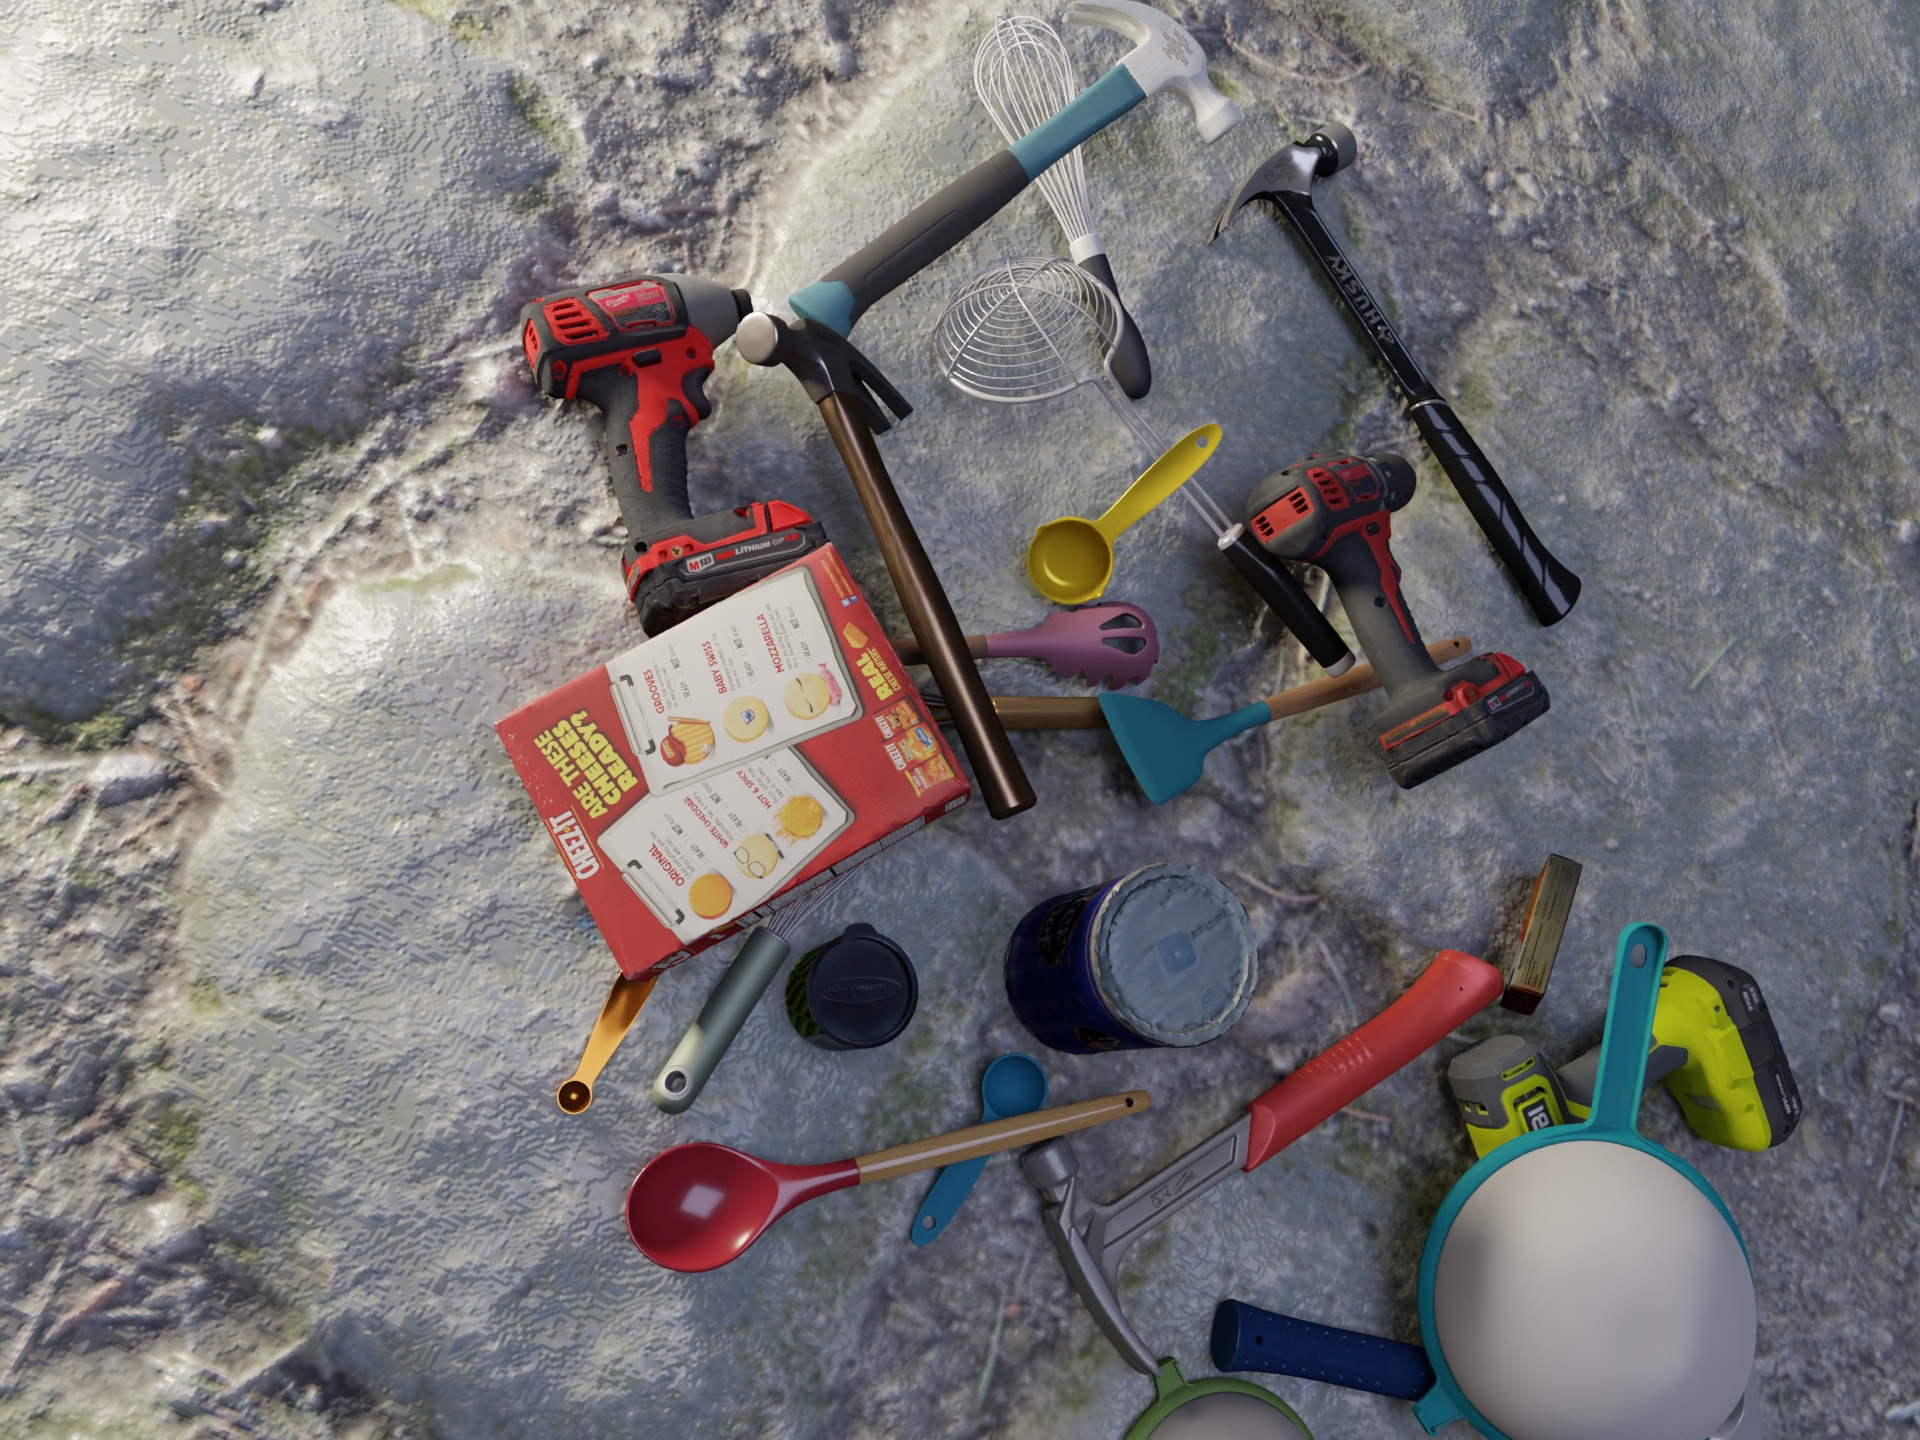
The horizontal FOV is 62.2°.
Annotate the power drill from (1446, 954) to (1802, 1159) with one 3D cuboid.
[{"bbox_3d":[0.450,0.268,1.078,0.223,0.080,0.171,-21,91,-19],"label":"power drill"}]

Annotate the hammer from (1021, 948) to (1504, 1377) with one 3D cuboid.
[{"bbox_3d":[0.216,0.256,1.015,0.359,0.036,0.149,-26,84,-23],"label":"hammer"}]

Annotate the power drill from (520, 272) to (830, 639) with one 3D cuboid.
[{"bbox_3d":[-0.165,-0.169,0.967,0.143,0.078,0.220,-19,81,-23],"label":"power drill"}]

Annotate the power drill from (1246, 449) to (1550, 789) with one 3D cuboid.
[{"bbox_3d":[0.300,-0.084,1.076,0.188,0.080,0.227,-21,79,-49],"label":"power drill"}]

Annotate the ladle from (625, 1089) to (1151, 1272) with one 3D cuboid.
[{"bbox_3d":[-0.035,0.253,0.919,0.315,0.031,0.069,-9,75,-17],"label":"ladle"}]

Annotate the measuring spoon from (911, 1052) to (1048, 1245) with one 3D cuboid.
[{"bbox_3d":[0.007,0.257,0.956,0.042,0.021,0.128,37,77,-9],"label":"measuring spoon"}]

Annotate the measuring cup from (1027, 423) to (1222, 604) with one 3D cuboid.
[{"bbox_3d":[0.109,-0.138,1.037,0.156,0.029,0.062,-42,97,13],"label":"measuring cup"}]

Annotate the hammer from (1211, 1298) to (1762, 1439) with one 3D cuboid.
[{"bbox_3d":[0.349,0.426,1.022,0.405,0.035,0.144,18,72,-15],"label":"hammer"}]

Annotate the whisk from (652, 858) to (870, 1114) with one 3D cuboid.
[{"bbox_3d":[-0.105,0.121,0.932,0.058,0.059,0.246,29,73,11],"label":"whisk"}]

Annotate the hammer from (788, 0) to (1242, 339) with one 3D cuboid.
[{"bbox_3d":[0.028,-0.360,1.059,0.331,0.033,0.128,-39,98,-8],"label":"hammer"}]

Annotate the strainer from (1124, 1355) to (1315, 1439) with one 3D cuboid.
[{"bbox_3d":[0.144,0.512,0.909,0.151,0.069,0.256,30,67,-11],"label":"strainer"}]

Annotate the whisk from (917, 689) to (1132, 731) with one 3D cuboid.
[{"bbox_3d":[-0.001,-0.002,1.001,0.245,0.047,0.051,0,76,-23],"label":"whisk"}]

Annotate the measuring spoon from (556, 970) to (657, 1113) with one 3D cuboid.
[{"bbox_3d":[-0.197,0.170,0.907,0.021,0.011,0.117,30,65,-9],"label":"measuring spoon"}]

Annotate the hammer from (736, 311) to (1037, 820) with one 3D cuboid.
[{"bbox_3d":[-0.031,-0.095,0.971,0.130,0.031,0.331,-9,73,-61],"label":"hammer"}]

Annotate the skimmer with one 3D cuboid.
[{"bbox_3d":[0.132,-0.166,1.080,0.127,0.090,0.363,-46,100,-17],"label":"skimmer"}]

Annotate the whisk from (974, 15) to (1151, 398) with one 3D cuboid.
[{"bbox_3d":[0.079,-0.359,1.113,0.070,0.070,0.284,-20,89,-23],"label":"whisk"}]

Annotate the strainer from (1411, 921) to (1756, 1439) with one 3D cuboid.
[{"bbox_3d":[0.400,0.292,0.949,0.211,0.095,0.340,10,87,-1],"label":"strainer"}]

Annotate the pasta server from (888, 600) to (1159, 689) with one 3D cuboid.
[{"bbox_3d":[-0.013,-0.043,1.016,0.316,0.040,0.060,-5,79,-17],"label":"pasta server"}]

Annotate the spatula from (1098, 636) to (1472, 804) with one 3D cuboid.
[{"bbox_3d":[0.234,-0.016,1.086,0.317,0.044,0.082,-17,71,-24],"label":"spatula"}]

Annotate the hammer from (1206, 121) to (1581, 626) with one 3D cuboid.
[{"bbox_3d":[0.336,-0.248,1.186,0.149,0.036,0.409,-33,90,-22],"label":"hammer"}]
